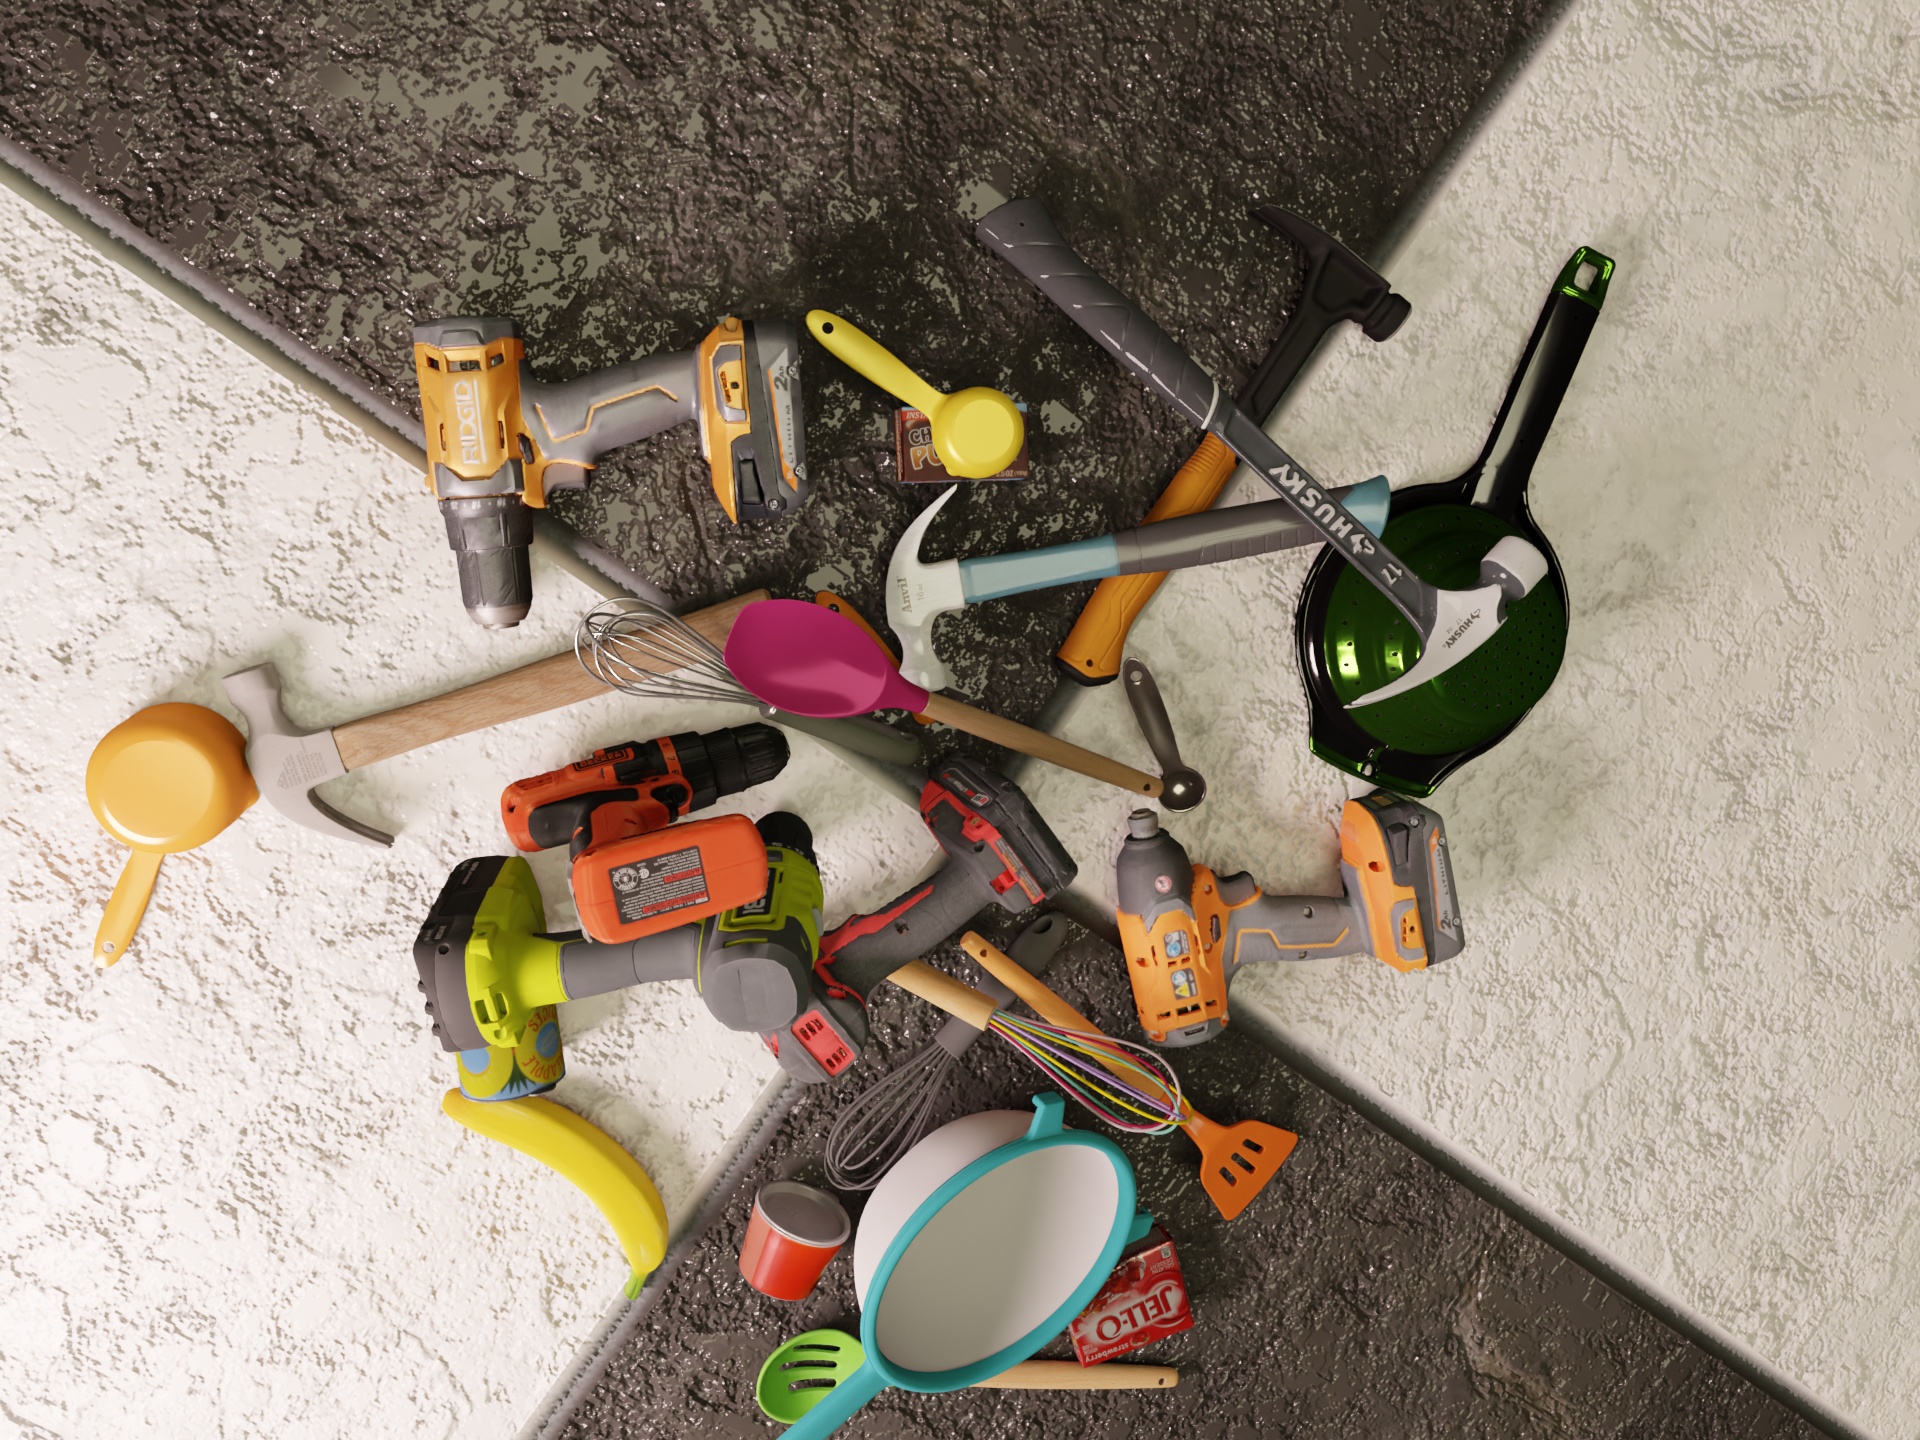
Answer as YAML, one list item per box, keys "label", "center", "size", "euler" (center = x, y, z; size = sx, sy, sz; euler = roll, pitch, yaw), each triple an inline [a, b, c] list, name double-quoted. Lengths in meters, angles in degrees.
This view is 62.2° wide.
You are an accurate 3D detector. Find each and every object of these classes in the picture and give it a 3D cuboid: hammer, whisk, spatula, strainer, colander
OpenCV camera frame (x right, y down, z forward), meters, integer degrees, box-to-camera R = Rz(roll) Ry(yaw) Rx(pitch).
- label: "hammer"
  center: [0.114, -0.108, 1.024]
  size: [0.331, 0.033, 0.128]
  euler: [-10, 97, 0]
- label: "hammer"
  center: [0.166, -0.179, 0.993]
  size: [0.409, 0.036, 0.149]
  euler: [43, 84, 4]
- label: "whisk"
  center: [-0.007, 0.223, 1.083]
  size: [0.055, 0.055, 0.239]
  euler: [42, 85, -15]
- label: "spatula"
  center: [0.116, 0.242, 1.104]
  size: [0.322, 0.041, 0.081]
  euler: [41, 87, -18]
- label: "strainer"
  center: [-0.041, 0.377, 1.058]
  size: [0.340, 0.095, 0.210]
  euler: [-40, 132, -7]
- label: "hammer"
  center: [0.160, -0.173, 1.058]
  size: [0.127, 0.034, 0.337]
  euler: [33, 91, -16]
- label: "colander"
  center: [0.371, -0.133, 1.077]
  size: [0.204, 0.094, 0.397]
  euler: [21, 95, -14]
- label: "hammer"
  center: [-0.273, -0.015, 0.994]
  size: [0.331, 0.031, 0.130]
  euler: [-18, 102, -9]
- label: "whisk"
  center: [-0.126, -0.017, 0.994]
  size: [0.246, 0.058, 0.059]
  euler: [22, 107, -31]
- label: "whisk"
  center: [0.041, 0.205, 1.048]
  size: [0.245, 0.047, 0.051]
  euler: [26, 138, 14]

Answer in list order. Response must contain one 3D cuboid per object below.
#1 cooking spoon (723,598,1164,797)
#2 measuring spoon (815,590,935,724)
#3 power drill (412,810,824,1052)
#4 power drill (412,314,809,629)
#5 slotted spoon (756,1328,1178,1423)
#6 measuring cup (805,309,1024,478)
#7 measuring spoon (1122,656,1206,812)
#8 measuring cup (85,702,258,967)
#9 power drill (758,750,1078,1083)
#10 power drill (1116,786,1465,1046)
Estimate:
- label: "cooking spoon"
  center: [-0.002, -0.003, 1.018]
  size: [0.318, 0.017, 0.069]
  euler: [20, 98, -23]
- label: "measuring spoon"
  center: [-0.054, -0.041, 1.046]
  size: [0.021, 0.011, 0.116]
  euler: [-43, 105, -2]
- label: "power drill"
  center: [-0.195, 0.122, 0.970]
  size: [0.228, 0.191, 0.080]
  euler: [-7, 115, 2]
- label: "power drill"
  center: [-0.207, -0.153, 0.963]
  size: [0.226, 0.084, 0.185]
  euler: [-4, 101, -7]
- label: "slotted spoon"
  center: [0.009, 0.468, 1.137]
  size: [0.313, 0.031, 0.070]
  euler: [7, 98, -15]
- label: "measuring cup"
  center: [-0.028, -0.206, 0.982]
  size: [0.156, 0.029, 0.062]
  euler: [33, 90, -15]
- label: "measuring spoon"
  center: [0.135, 0.008, 1.081]
  size: [0.034, 0.018, 0.124]
  euler: [-22, 114, 6]
- label: "measuring cup"
  center: [-0.489, 0.075, 0.952]
  size: [0.095, 0.052, 0.173]
  euler: [22, 92, -14]
- label: "power drill"
  center: [-0.046, 0.124, 1.016]
  size: [0.219, 0.143, 0.078]
  euler: [-40, 114, -9]
- label: "power drill"
  center: [0.218, 0.118, 1.096]
  size: [0.226, 0.084, 0.164]
  euler: [-15, 101, -5]
